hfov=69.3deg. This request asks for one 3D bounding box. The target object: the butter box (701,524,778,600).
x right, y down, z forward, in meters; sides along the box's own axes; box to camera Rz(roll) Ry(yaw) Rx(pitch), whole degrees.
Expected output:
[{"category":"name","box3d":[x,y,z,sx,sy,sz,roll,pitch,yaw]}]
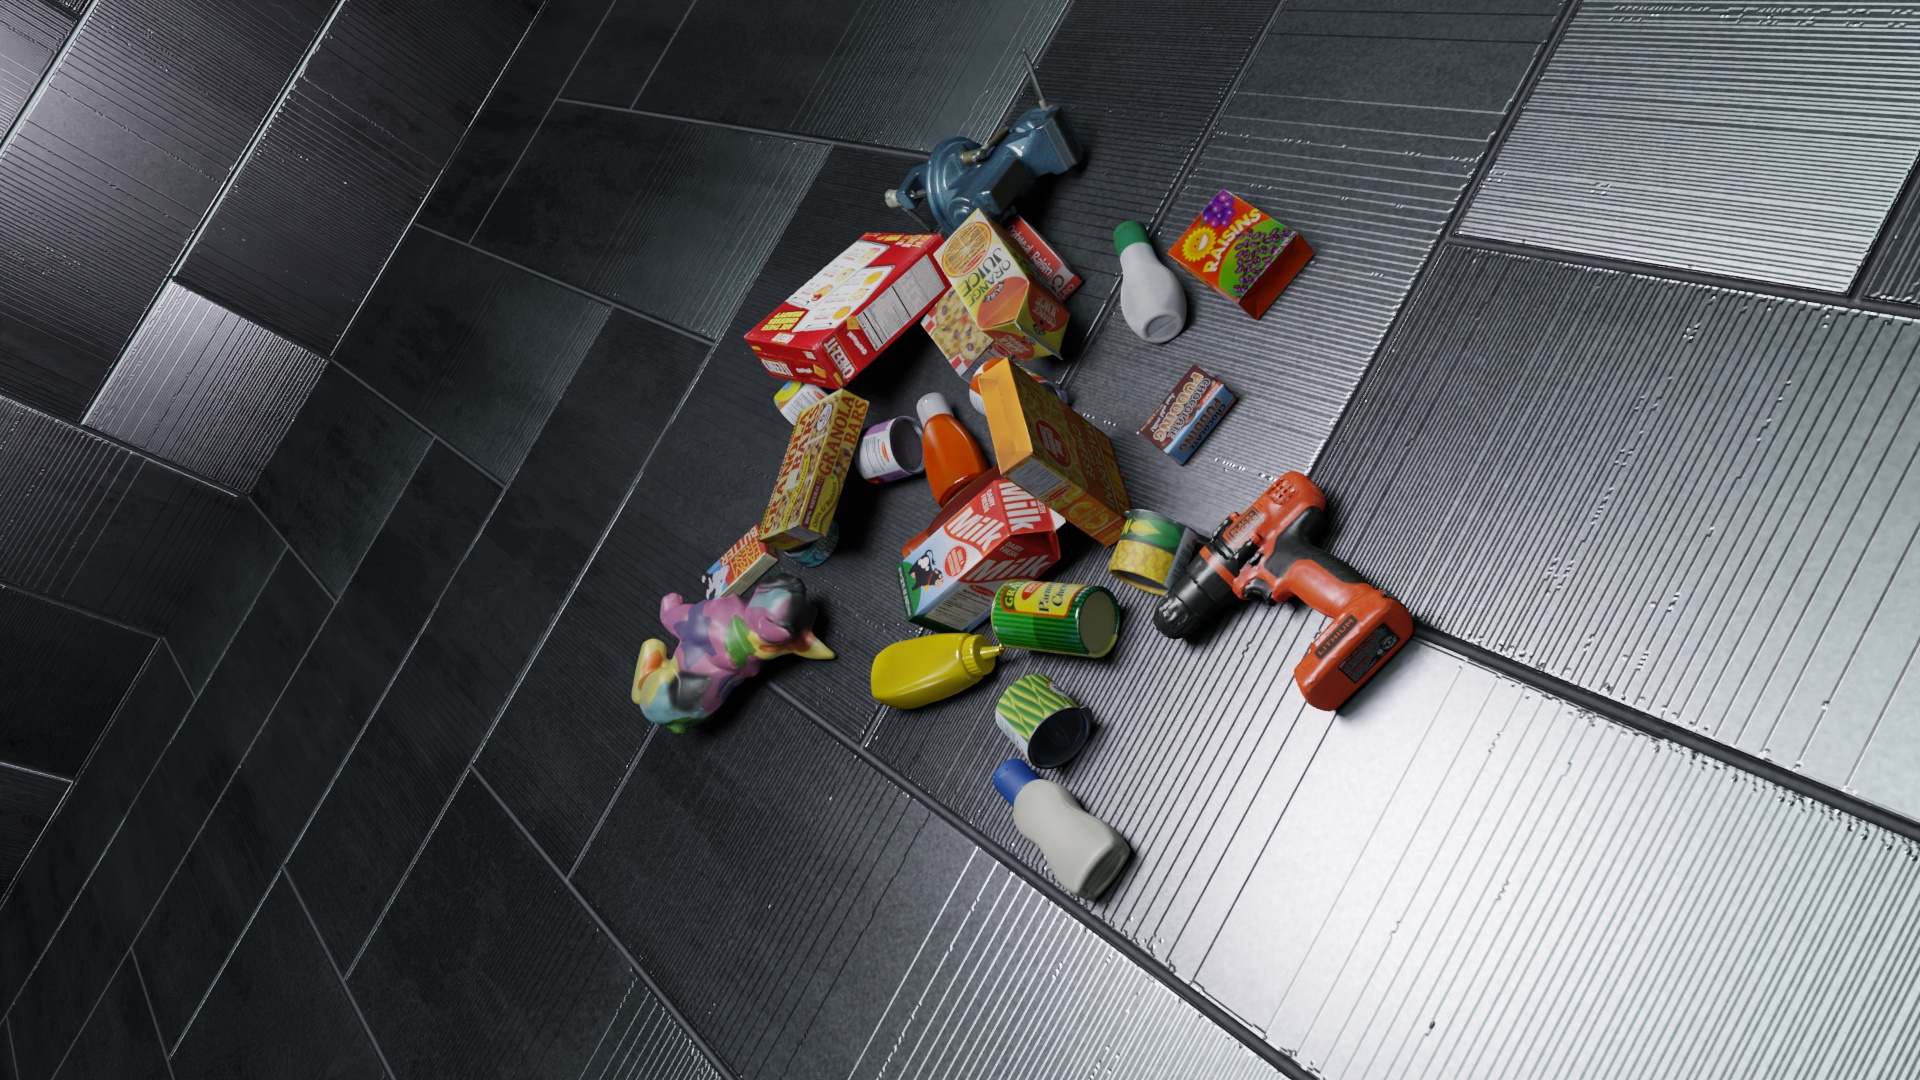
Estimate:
[{"category":"butter box","box3d":[-0.265,0.033,1.667,0.103,0.024,0.053,-42,45,17]}]

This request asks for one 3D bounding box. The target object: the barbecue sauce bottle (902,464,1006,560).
[{"category":"barbecue sauce bottle","box3d":[0.005,-0.018,1.433,0.148,0.043,0.065,-34,54,24]}]

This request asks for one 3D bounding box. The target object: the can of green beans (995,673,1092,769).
[{"category":"can of green beans","box3d":[0.073,0.162,1.245,0.071,0.071,0.058,-52,42,6]}]

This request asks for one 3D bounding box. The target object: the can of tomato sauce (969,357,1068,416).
[{"category":"can of tomato sauce","box3d":[0.060,-0.149,1.444,0.071,0.071,0.083,-55,42,2]}]

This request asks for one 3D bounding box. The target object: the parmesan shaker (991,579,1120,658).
[{"category":"parmesan shaker","box3d":[0.090,0.070,1.287,0.103,0.071,0.071,2,68,43]}]

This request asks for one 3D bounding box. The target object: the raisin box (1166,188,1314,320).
[{"category":"raisin box","box3d":[0.269,-0.279,1.347,0.086,0.040,0.124,-50,42,10]}]

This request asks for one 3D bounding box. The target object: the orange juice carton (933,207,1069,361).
[{"category":"orange juice carton","box3d":[0.049,-0.259,1.455,0.073,0.071,0.193,-44,45,17]}]

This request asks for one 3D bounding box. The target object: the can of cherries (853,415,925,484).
[{"category":"can of cherries","box3d":[-0.075,-0.100,1.543,0.058,0.071,0.072,-15,57,38]}]

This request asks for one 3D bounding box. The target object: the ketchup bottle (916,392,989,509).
[{"category":"ketchup bottle","box3d":[-0.013,-0.100,1.498,0.064,0.043,0.149,-36,46,18]}]

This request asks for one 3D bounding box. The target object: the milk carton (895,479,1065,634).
[{"category":"milk carton","box3d":[0.029,0.010,1.354,0.190,0.073,0.073,-40,44,30]}]

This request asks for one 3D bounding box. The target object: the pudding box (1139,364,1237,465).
[{"category":"pudding box","box3d":[0.214,-0.118,1.308,0.083,0.030,0.050,-51,44,8]}]

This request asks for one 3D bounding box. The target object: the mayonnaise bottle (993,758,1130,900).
[{"category":"mayonnaise bottle","box3d":[0.082,0.244,1.208,0.064,0.041,0.148,-53,41,3]}]

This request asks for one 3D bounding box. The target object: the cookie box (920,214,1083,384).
[{"category":"cookie box","box3d":[0.044,-0.266,1.548,0.167,0.040,0.123,-46,43,13]}]

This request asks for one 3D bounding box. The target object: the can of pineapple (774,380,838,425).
[{"category":"can of pineapple","box3d":[-0.183,-0.172,1.684,0.057,0.071,0.071,-44,44,14]}]

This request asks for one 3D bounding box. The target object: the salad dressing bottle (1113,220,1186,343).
[{"category":"salad dressing bottle","box3d":[0.188,-0.266,1.413,0.064,0.044,0.148,-34,46,27]}]

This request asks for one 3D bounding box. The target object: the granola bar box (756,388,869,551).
[{"category":"granola bar box","box3d":[-0.165,-0.076,1.553,0.124,0.039,0.166,-16,54,59]}]

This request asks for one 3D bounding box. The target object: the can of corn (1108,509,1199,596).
[{"category":"can of corn","box3d":[0.170,0.011,1.244,0.071,0.071,0.058,11,75,46]}]

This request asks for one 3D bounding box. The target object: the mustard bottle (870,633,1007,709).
[{"category":"mustard bottle","box3d":[-0.016,0.123,1.364,0.160,0.048,0.065,-17,55,35]}]

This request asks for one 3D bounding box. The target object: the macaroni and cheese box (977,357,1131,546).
[{"category":"macaroni and cheese box","box3d":[0.091,-0.080,1.299,0.040,0.166,0.124,-33,47,25]}]

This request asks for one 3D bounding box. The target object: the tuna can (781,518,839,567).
[{"category":"tuna can","box3d":[-0.172,-0.004,1.596,0.071,0.033,0.071,-22,53,33]}]
